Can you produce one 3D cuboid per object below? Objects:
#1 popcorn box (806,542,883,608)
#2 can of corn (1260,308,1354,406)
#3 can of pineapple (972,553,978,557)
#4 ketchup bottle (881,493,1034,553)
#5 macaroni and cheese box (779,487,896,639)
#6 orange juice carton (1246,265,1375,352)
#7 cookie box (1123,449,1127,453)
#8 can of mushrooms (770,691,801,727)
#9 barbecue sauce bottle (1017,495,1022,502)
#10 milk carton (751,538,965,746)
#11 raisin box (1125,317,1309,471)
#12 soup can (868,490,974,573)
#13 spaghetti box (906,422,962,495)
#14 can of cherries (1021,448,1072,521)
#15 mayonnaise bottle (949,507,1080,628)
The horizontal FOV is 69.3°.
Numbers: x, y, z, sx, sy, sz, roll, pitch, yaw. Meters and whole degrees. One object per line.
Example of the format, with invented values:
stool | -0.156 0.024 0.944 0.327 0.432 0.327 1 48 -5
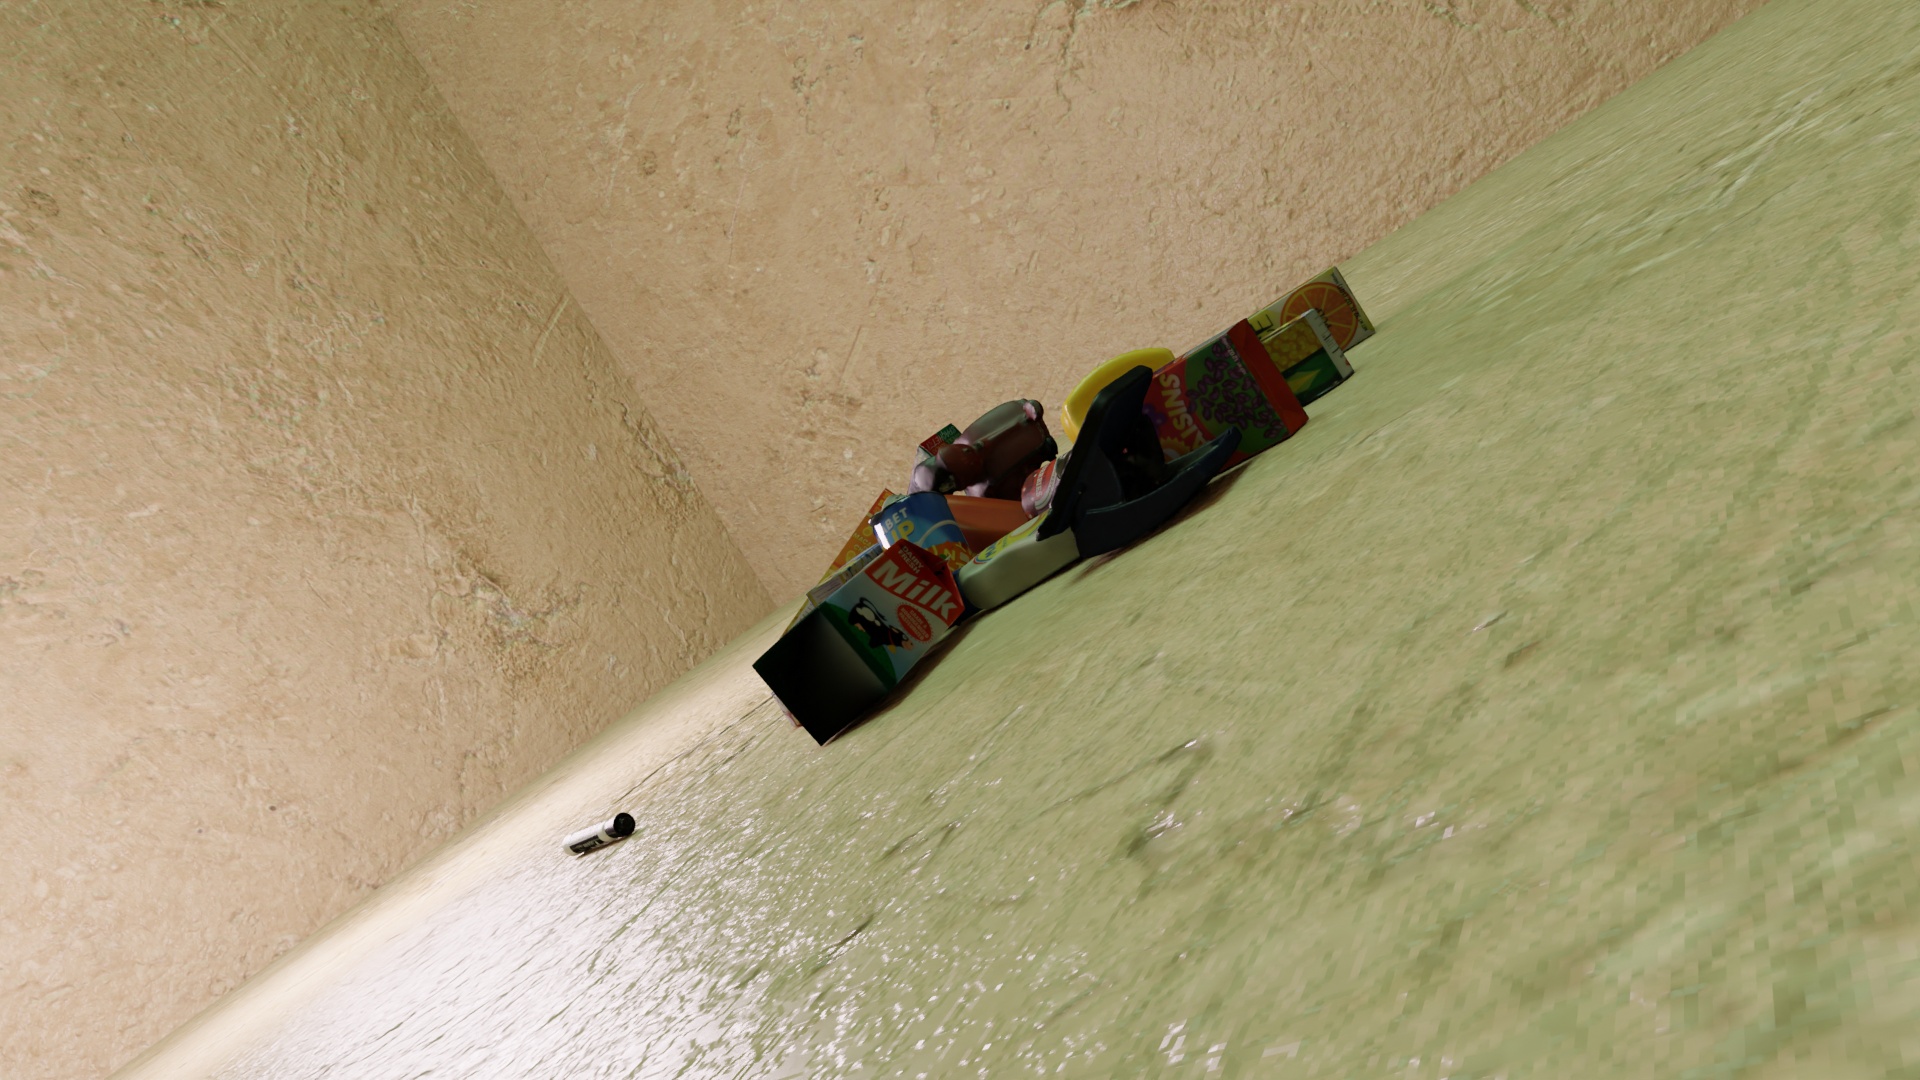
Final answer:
popcorn box | -0.068 0.053 1.132 0.038 0.085 0.127 -31 4 20
can of corn | 0.260 -0.138 1.083 0.071 0.058 0.071 -32 3 2
can of pineapple | -0.006 0.013 1.366 0.071 0.058 0.071 -33 3 2
ketchup bottle | 0.004 -0.015 1.189 0.149 0.043 0.065 8 26 26
macaroni and cheese box | -0.100 0.043 1.284 0.167 0.040 0.123 -56 -5 -13
orange juice carton | 0.279 -0.173 1.291 0.192 0.072 0.073 -32 3 11
cookie box | 0.176 -0.085 1.258 0.123 0.040 0.167 -36 6 -40
can of mushrooms | -0.114 0.117 1.096 0.071 0.033 0.071 -32 3 2
barbecue sauce bottle | 0.126 -0.064 1.377 0.149 0.043 0.064 -34 -4 -24
milk carton | -0.060 0.060 0.977 0.072 0.073 0.191 -41 1 25
raisin box | 0.173 -0.092 0.996 0.123 0.086 0.040 -30 6 42
soup can | -0.028 0.012 1.123 0.071 0.084 0.071 -20 -30 -12
spaghetti box | -0.040 -0.021 1.469 0.050 0.029 0.248 -36 -24 -35
can of cherries | 0.090 -0.039 1.128 0.072 0.071 0.058 -35 4 -38
mayonnaise bottle | 0.037 0.018 1.038 0.147 0.041 0.065 -32 11 25
